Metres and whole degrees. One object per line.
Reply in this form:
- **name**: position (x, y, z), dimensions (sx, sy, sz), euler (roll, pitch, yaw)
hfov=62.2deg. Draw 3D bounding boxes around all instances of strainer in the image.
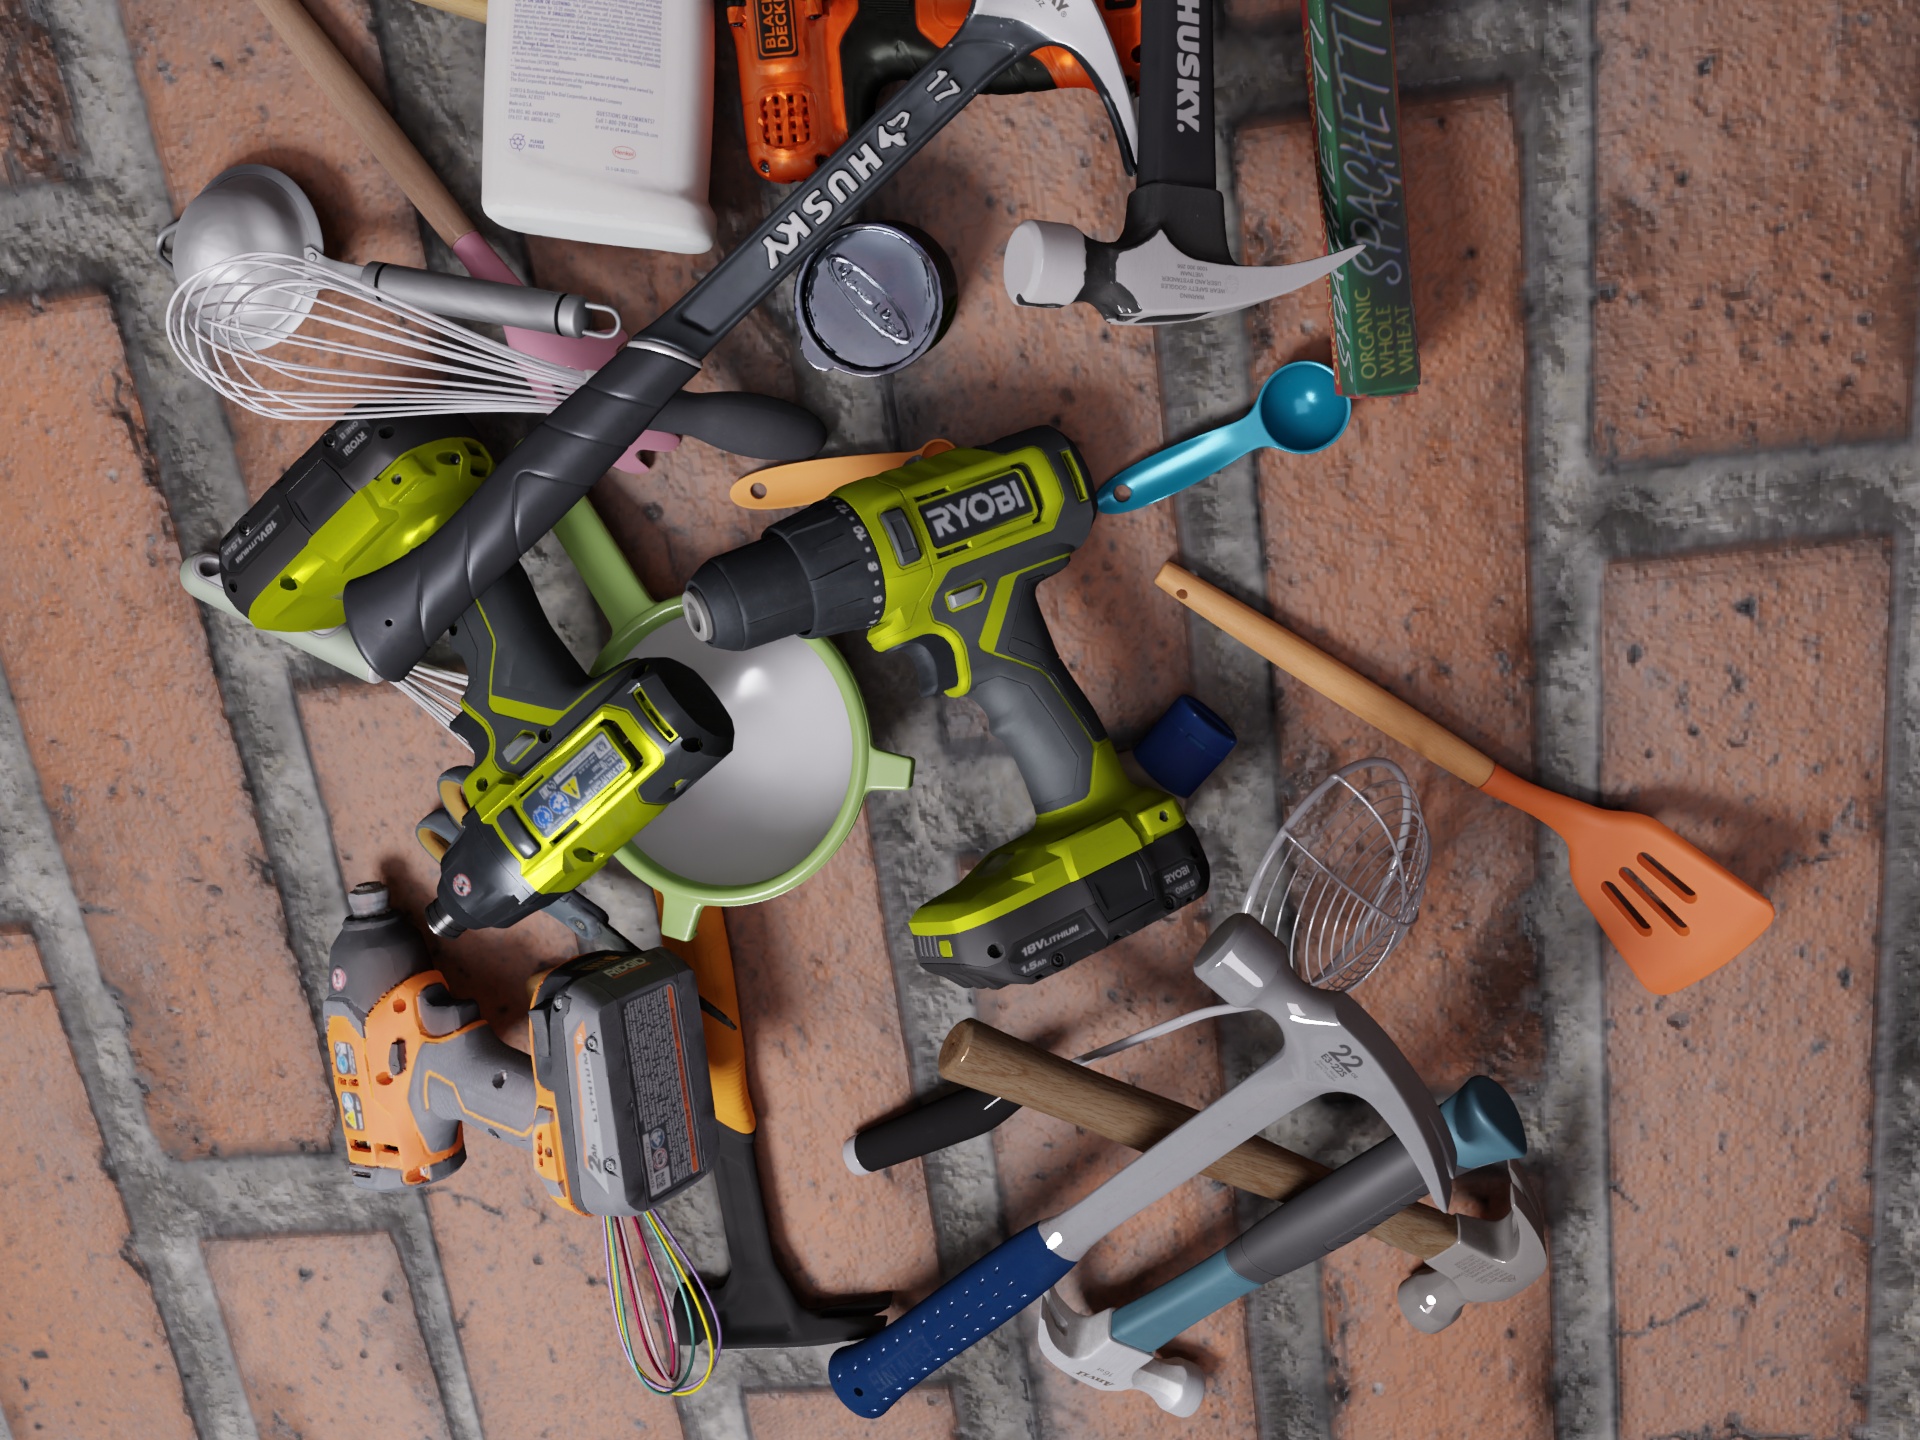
- **strainer**: position (-0.274, -0.204, 0.729), dimensions (0.258, 0.050, 0.087), euler (12, 99, 11)
- **strainer**: position (-0.137, -0.031, 0.787), dimensions (0.151, 0.069, 0.256), euler (-35, 83, 13)

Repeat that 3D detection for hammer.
- **hammer**: position (0.151, 0.261, 0.781), dimensions (0.128, 0.033, 0.331), euler (27, 131, -16)
- **hammer**: position (-0.124, 0.194, 0.864), dimensions (0.127, 0.034, 0.336), euler (-5, 107, 10)
- **hammer**: position (0.144, 0.217, 0.785), dimensions (0.331, 0.031, 0.130), euler (24, 132, -13)
- **hammer**: position (0.088, -0.322, 0.614), dimensions (0.146, 0.035, 0.335), euler (-1, 93, -23)
- **hammer**: position (0.058, 0.248, 0.759), dimensions (0.144, 0.035, 0.405), euler (41, 126, 0)
- **hammer**: position (-0.103, -0.161, 0.655), dimensions (0.409, 0.036, 0.149), euler (-42, 104, 9)

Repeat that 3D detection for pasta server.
- **pasta server**: position (-0.246, -0.246, 0.744), dimensions (0.060, 0.040, 0.316), euler (-36, 96, 16)

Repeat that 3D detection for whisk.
- **whisk**: position (-0.191, -0.147, 0.699), dimensions (0.284, 0.070, 0.070), euler (6, 112, -27)
- **whisk**: position (-0.192, 0.254, 0.867), dimensions (0.047, 0.051, 0.245), euler (-19, 90, 45)
- **whisk**: position (-0.287, -0.027, 0.809), dimensions (0.246, 0.058, 0.059), euler (26, 139, 3)

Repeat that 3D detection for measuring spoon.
- **measuring spoon**: position (0.121, -0.128, 0.742), dimensions (0.128, 0.021, 0.042), euler (-23, 100, 23)
- **measuring spoon**: position (-0.056, -0.119, 0.769), dimensions (0.117, 0.011, 0.021), euler (-8, 107, 13)

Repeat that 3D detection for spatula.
- **spatula**: position (0.230, 0.018, 0.759), dimensions (0.322, 0.041, 0.081), euler (32, 134, -2)

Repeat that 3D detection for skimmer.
- **skimmer**: position (0.073, 0.136, 0.805), dimensions (0.363, 0.127, 0.090), euler (-30, 61, 29)

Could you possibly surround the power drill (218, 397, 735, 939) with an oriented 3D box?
- **power drill**: position (-0.233, -0.022, 0.740), dimensions (0.171, 0.080, 0.223), euler (-40, 82, 13)

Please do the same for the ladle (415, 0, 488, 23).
- **ladle**: position (-0.278, -0.342, 0.704), dimensions (0.315, 0.031, 0.069), euler (17, 85, -5)

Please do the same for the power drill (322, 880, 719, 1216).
- **power drill**: position (-0.239, 0.164, 0.814), dimensions (0.226, 0.084, 0.164), euler (-3, 97, 32)

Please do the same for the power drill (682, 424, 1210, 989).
- **power drill**: position (-0.001, -0.002, 0.703), dimensions (0.190, 0.080, 0.228), euler (-23, 92, -25)
